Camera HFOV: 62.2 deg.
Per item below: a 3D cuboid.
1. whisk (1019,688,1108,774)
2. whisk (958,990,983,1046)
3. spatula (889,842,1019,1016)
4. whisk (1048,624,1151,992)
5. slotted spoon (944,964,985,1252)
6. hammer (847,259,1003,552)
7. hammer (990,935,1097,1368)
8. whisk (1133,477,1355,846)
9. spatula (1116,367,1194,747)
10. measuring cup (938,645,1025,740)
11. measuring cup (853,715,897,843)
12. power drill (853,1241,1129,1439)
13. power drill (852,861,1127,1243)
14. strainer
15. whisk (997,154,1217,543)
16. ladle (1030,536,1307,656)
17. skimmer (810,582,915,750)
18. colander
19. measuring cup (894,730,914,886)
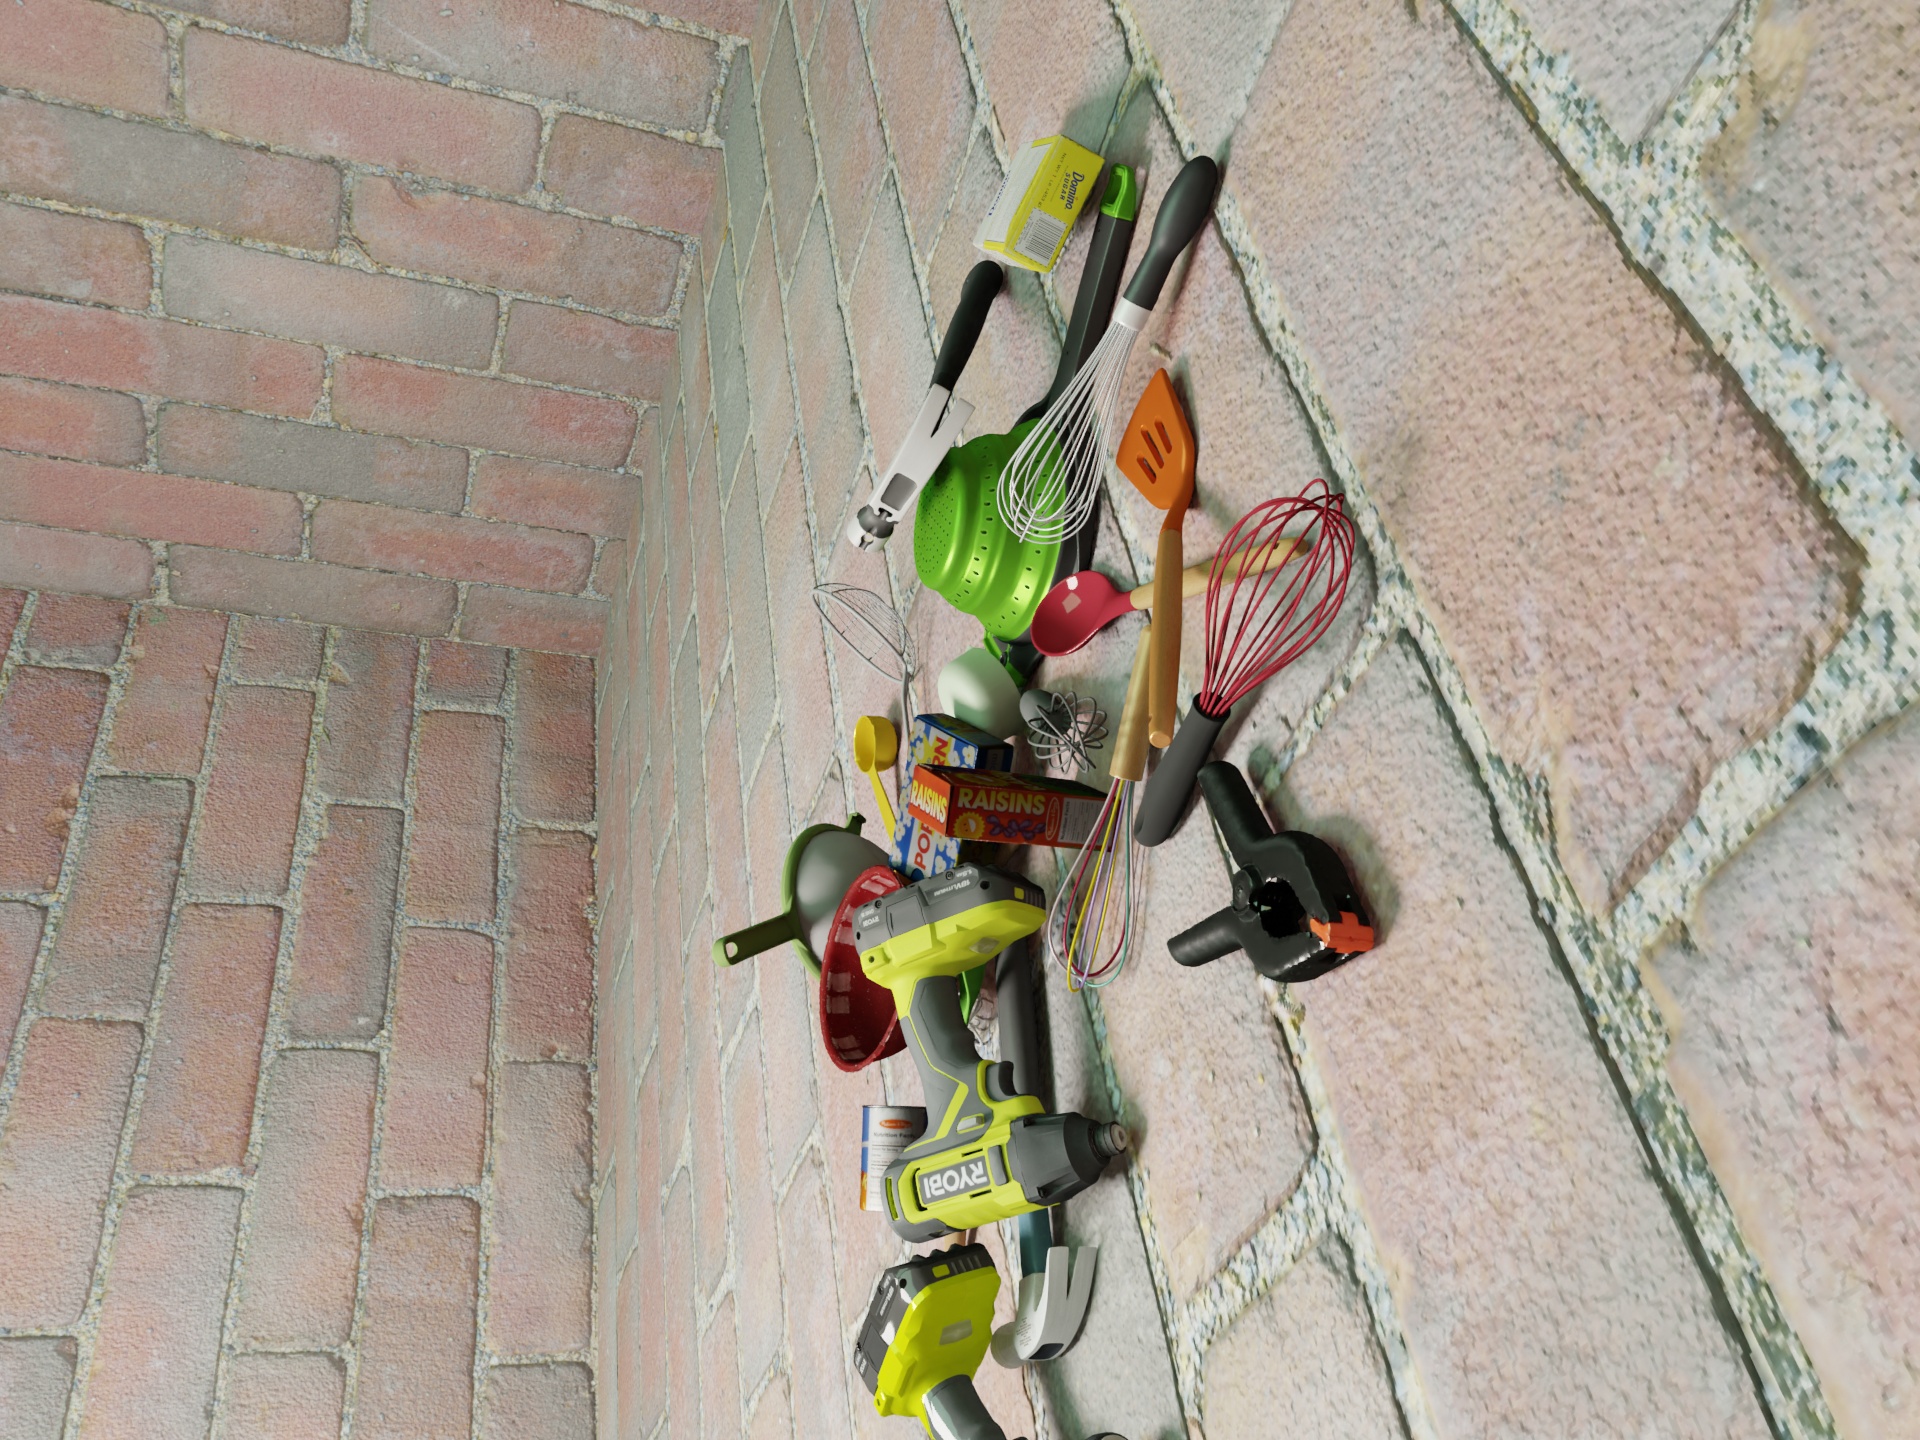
[{"bbox_3d":[0.062,-0.001,1.098,0.239,0.055,0.055,-126,44,-82],"label":"whisk"},{"bbox_3d":[-0.031,0.241,1.341,0.059,0.057,0.246,-51,12,-13],"label":"whisk"},{"bbox_3d":[-0.014,0.169,1.269,0.315,0.018,0.060,-56,17,33],"label":"spatula"},{"bbox_3d":[0.102,0.059,1.029,0.051,0.047,0.245,17,96,52],"label":"whisk"},{"bbox_3d":[-0.001,0.289,1.205,0.070,0.031,0.313,-117,27,-75],"label":"slotted spoon"},{"bbox_3d":[-0.009,-0.284,1.290,0.146,0.035,0.335,-51,15,43],"label":"hammer"},{"bbox_3d":[0.044,0.275,1.129,0.128,0.033,0.331,126,145,-55],"label":"hammer"},{"bbox_3d":[0.149,-0.020,0.906,0.295,0.073,0.073,109,157,-47],"label":"whisk"},{"bbox_3d":[0.119,-0.099,0.969,0.323,0.041,0.081,-80,11,-48],"label":"spatula"},{"bbox_3d":[-0.002,-0.004,1.284,0.083,0.038,0.167,59,155,3],"label":"measuring cup"},{"bbox_3d":[-0.067,0.063,1.531,0.062,0.029,0.157,-59,43,49],"label":"measuring cup"},{"bbox_3d":[0.026,0.450,1.008,0.229,0.080,0.190,49,133,43],"label":"power drill"},{"bbox_3d":[0.015,0.217,1.063,0.171,0.080,0.223,-25,64,26],"label":"power drill"},{"bbox_3d":[-0.110,0.163,1.342,0.069,0.256,0.151,-16,88,29],"label":"strainer"},{"bbox_3d":[0.102,-0.247,1.083,0.284,0.070,0.070,-64,26,21],"label":"whisk"},{"bbox_3d":[0.128,-0.084,1.025,0.315,0.031,0.069,-12,55,67],"label":"ladle"},{"bbox_3d":[-0.076,0.030,1.455,0.127,0.090,0.364,65,-166,-59],"label":"skimmer"},{"bbox_3d":[0.041,-0.225,1.207,0.205,0.094,0.397,-123,44,-61],"label":"colander"},{"bbox_3d":[-0.019,0.090,1.339,0.095,0.052,0.174,130,143,-57],"label":"measuring cup"}]
